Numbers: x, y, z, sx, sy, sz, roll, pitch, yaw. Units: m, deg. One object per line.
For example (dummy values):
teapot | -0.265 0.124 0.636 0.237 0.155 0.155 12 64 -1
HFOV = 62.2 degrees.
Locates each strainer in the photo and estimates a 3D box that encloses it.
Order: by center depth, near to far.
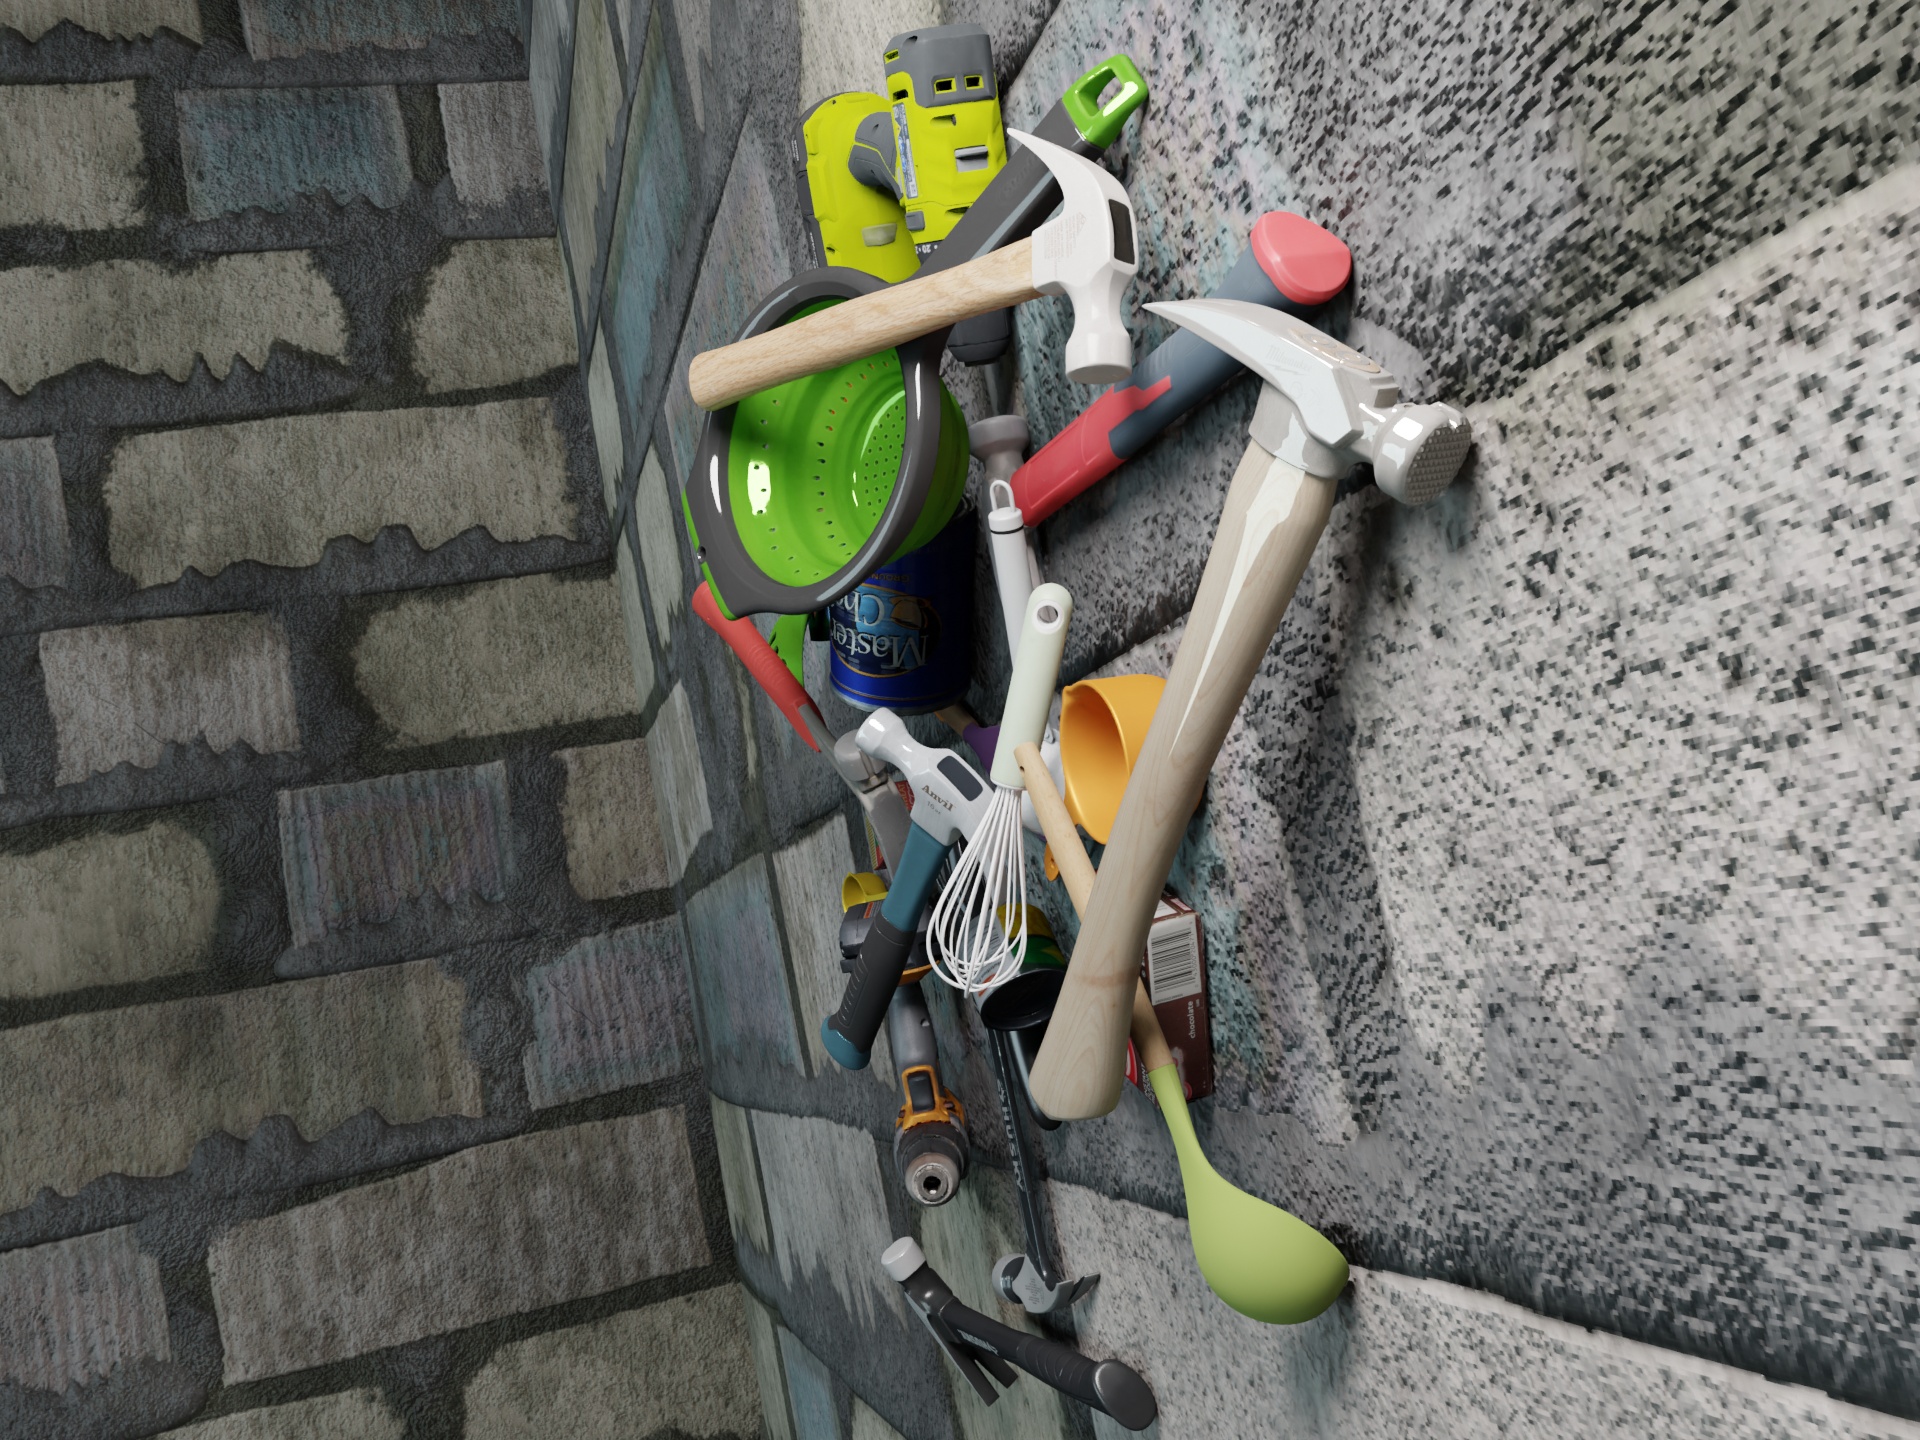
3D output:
strainer | 0.040 -0.017 0.929 0.087 0.050 0.258 12 123 39

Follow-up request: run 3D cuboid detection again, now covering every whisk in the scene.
whisk | 0.028 0.042 0.902 0.059 0.058 0.246 -60 -17 -78
whisk | 0.028 0.171 1.118 0.055 0.055 0.239 133 121 -67

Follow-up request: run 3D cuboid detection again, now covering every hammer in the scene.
hammer | 0.088 0.020 0.716 0.146 0.038 0.410 42 131 35
hammer | 0.087 -0.139 0.809 0.386 0.038 0.143 155 104 -71
hammer | -0.040 -0.217 0.851 0.331 0.031 0.130 -4 84 45
hammer | -0.044 0.136 1.057 0.128 0.033 0.330 37 138 15
hammer | 0.048 0.466 1.165 0.146 0.035 0.335 56 155 -6
hammer | 0.025 0.228 1.173 0.149 0.036 0.409 146 114 -69
hammer | -0.122 -0.008 1.191 0.359 0.036 0.149 46 160 49

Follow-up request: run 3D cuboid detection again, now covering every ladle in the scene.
ladle | 0.102 0.149 0.813 0.078 0.062 0.320 117 135 -59

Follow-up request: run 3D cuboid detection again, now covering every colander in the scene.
colander | -0.012 -0.206 0.912 0.397 0.094 0.205 -42 58 34

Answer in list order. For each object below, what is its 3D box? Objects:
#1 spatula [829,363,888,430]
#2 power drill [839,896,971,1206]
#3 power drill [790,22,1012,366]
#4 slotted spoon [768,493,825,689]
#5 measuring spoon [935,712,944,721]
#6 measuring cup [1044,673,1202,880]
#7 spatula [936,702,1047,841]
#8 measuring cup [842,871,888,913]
spatula | -0.096 -0.329 1.190 0.041 0.081 0.323 46 -155 -37
power drill | -0.037 0.259 1.247 0.185 0.084 0.226 -126 25 -89
power drill | -0.031 -0.326 1.018 0.229 0.080 0.190 -149 47 -64
slotted spoon | -0.111 -0.114 1.208 0.313 0.031 0.070 115 140 -53
measuring spoon | -0.034 -0.030 1.260 0.117 0.011 0.021 -126 32 -54
measuring cup | 0.086 0.041 0.878 0.173 0.052 0.095 106 149 -56
spatula | -0.002 -0.004 1.164 0.316 0.018 0.059 -135 41 -57
measuring cup | -0.062 0.163 1.432 0.156 0.029 0.062 -14 85 60
